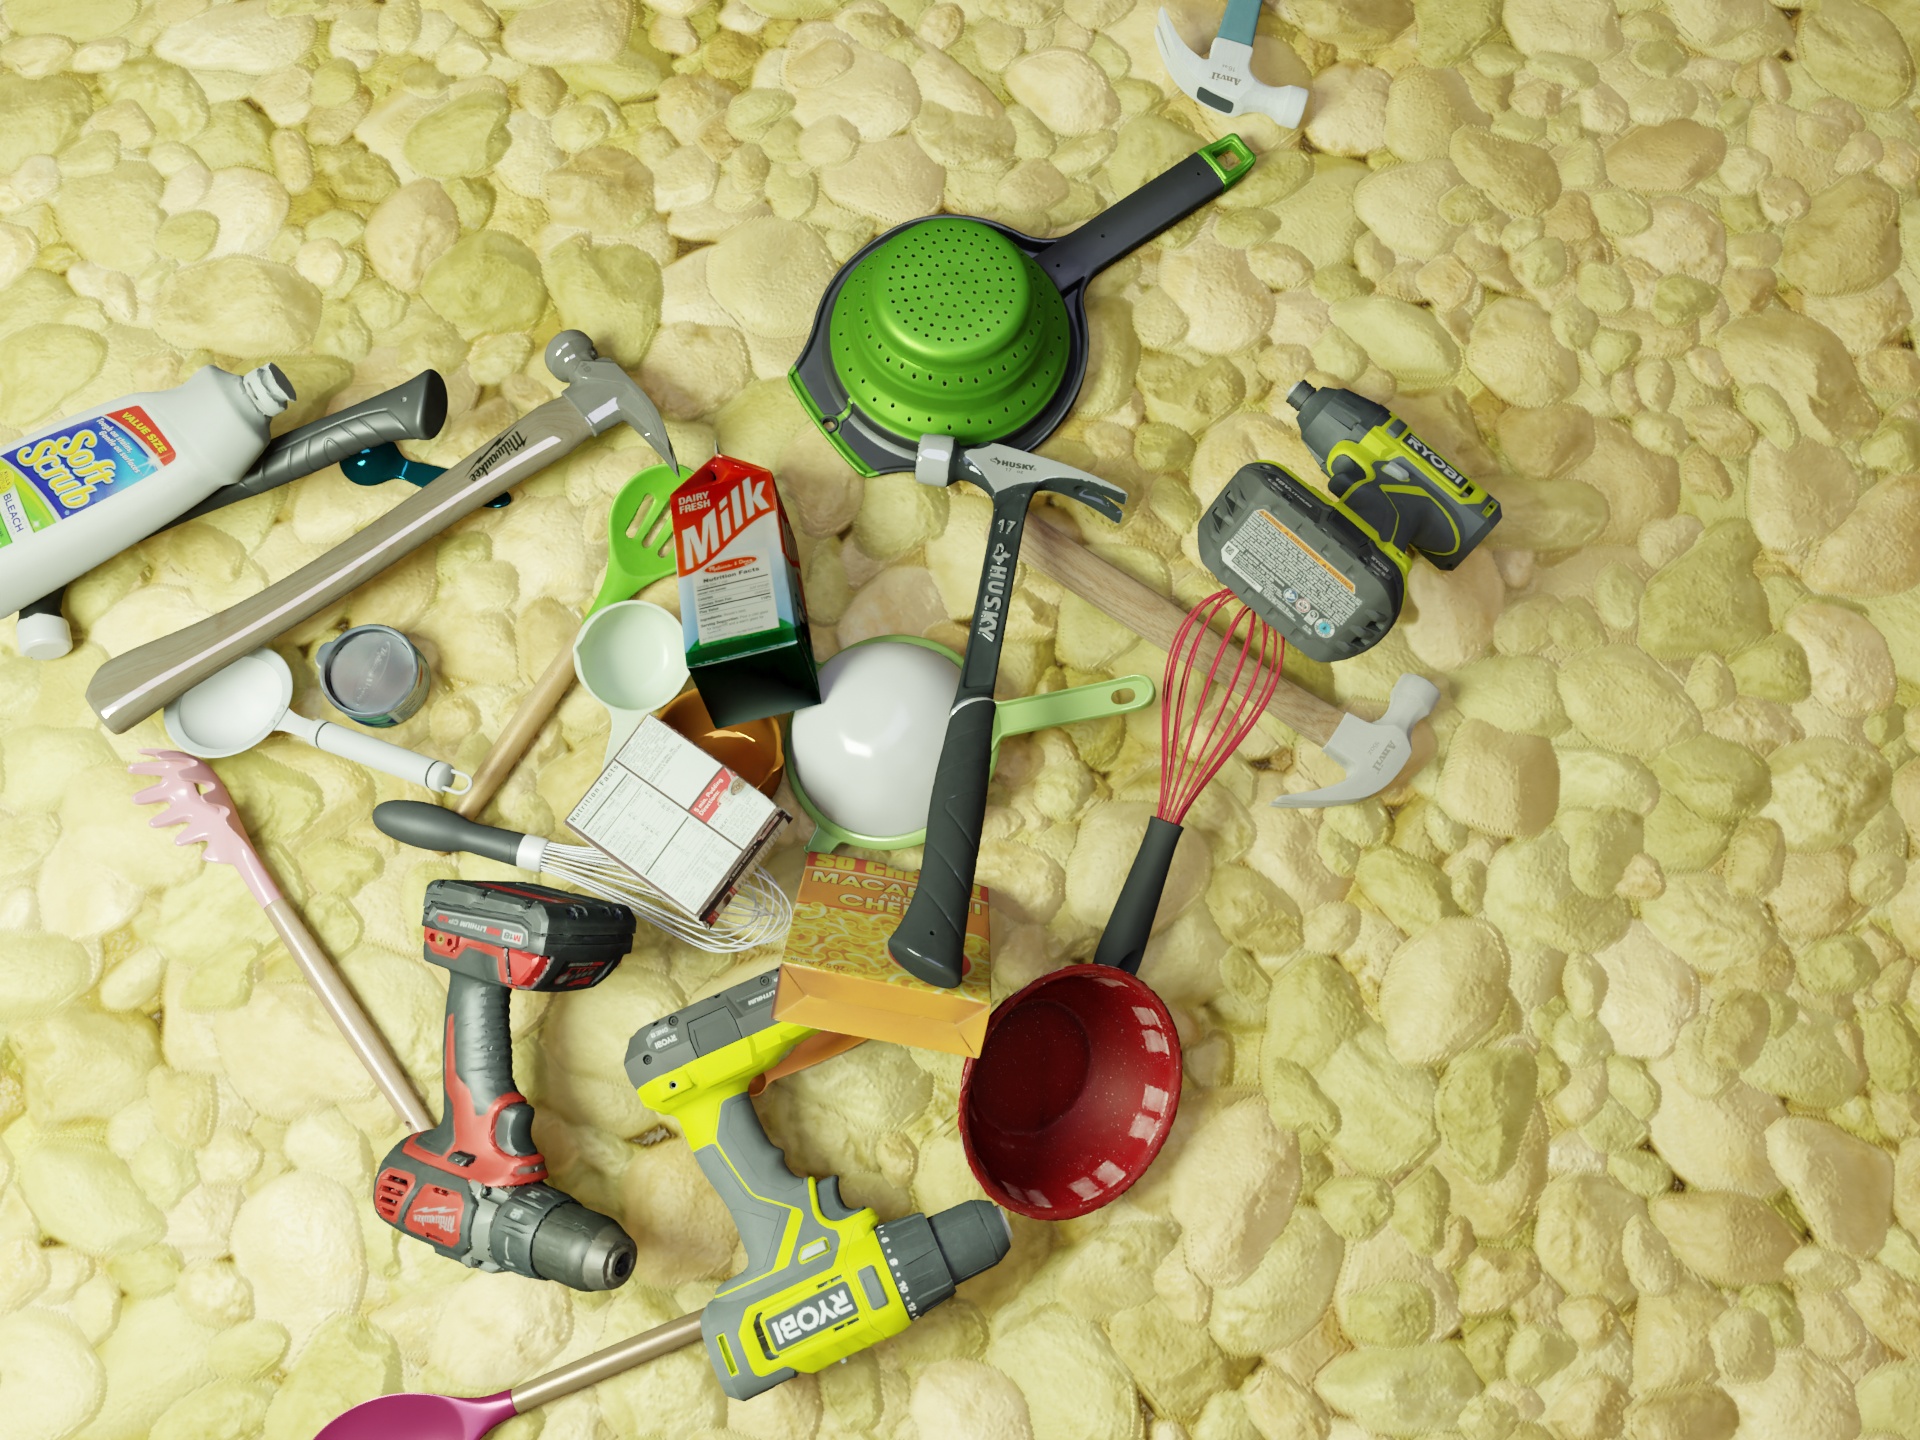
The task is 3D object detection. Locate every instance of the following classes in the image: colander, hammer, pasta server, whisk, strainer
[{"bbox_3d":[0.059,-0.333,1.145,0.397,0.094,0.204,-35,79,-10],"label":"colander"},{"bbox_3d":[0.015,-0.020,1.002,0.149,0.036,0.409,9,55,1],"label":"hammer"},{"bbox_3d":[-0.501,-0.165,1.079,0.335,0.035,0.146,-20,73,7],"label":"hammer"},{"bbox_3d":[0.243,-0.625,1.261,0.128,0.033,0.331,16,75,2],"label":"hammer"},{"bbox_3d":[0.160,-0.053,1.106,0.331,0.031,0.130,33,76,7],"label":"hammer"},{"bbox_3d":[-0.439,0.144,1.034,0.060,0.040,0.316,-43,79,34],"label":"pasta server"},{"bbox_3d":[-0.386,-0.113,1.069,0.410,0.038,0.146,-36,62,-14],"label":"hammer"},{"bbox_3d":[-0.247,0.094,1.036,0.284,0.070,0.070,14,75,2],"label":"whisk"},{"bbox_3d":[0.142,0.048,1.044,0.073,0.073,0.296,20,91,4],"label":"whisk"},{"bbox_3d":[-0.425,0.009,1.045,0.258,0.050,0.087,17,65,19],"label":"strainer"},{"bbox_3d":[-0.002,-0.003,1.041,0.256,0.069,0.152,-11,72,10],"label":"strainer"}]

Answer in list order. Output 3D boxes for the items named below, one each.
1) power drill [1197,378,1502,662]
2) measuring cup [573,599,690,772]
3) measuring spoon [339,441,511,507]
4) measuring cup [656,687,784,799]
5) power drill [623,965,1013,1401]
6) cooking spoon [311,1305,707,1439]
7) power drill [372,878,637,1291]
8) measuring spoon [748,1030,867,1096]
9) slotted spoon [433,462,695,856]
[{"bbox_3d":[0.256,-0.144,1.066,0.171,0.080,0.223,42,43,7],"label":"power drill"},{"bbox_3d":[-0.232,0.001,1.081,0.083,0.038,0.167,8,93,-24],"label":"measuring cup"},{"bbox_3d":[-0.382,-0.177,1.129,0.128,0.021,0.042,17,75,3],"label":"measuring spoon"},{"bbox_3d":[-0.150,-0.010,1.080,0.095,0.052,0.174,14,63,6],"label":"measuring cup"},{"bbox_3d":[-0.091,0.271,0.976,0.190,0.080,0.229,-23,77,-8],"label":"power drill"},{"bbox_3d":[-0.249,0.409,0.979,0.319,0.017,0.069,-21,79,-6],"label":"cooking spoon"},{"bbox_3d":[-0.258,0.218,0.951,0.188,0.080,0.227,8,88,31],"label":"power drill"},{"bbox_3d":[-0.092,0.214,1.041,0.117,0.011,0.021,-26,75,-12],"label":"measuring spoon"},{"bbox_3d":[-0.271,-0.042,1.094,0.070,0.031,0.314,34,78,-11],"label":"slotted spoon"}]
